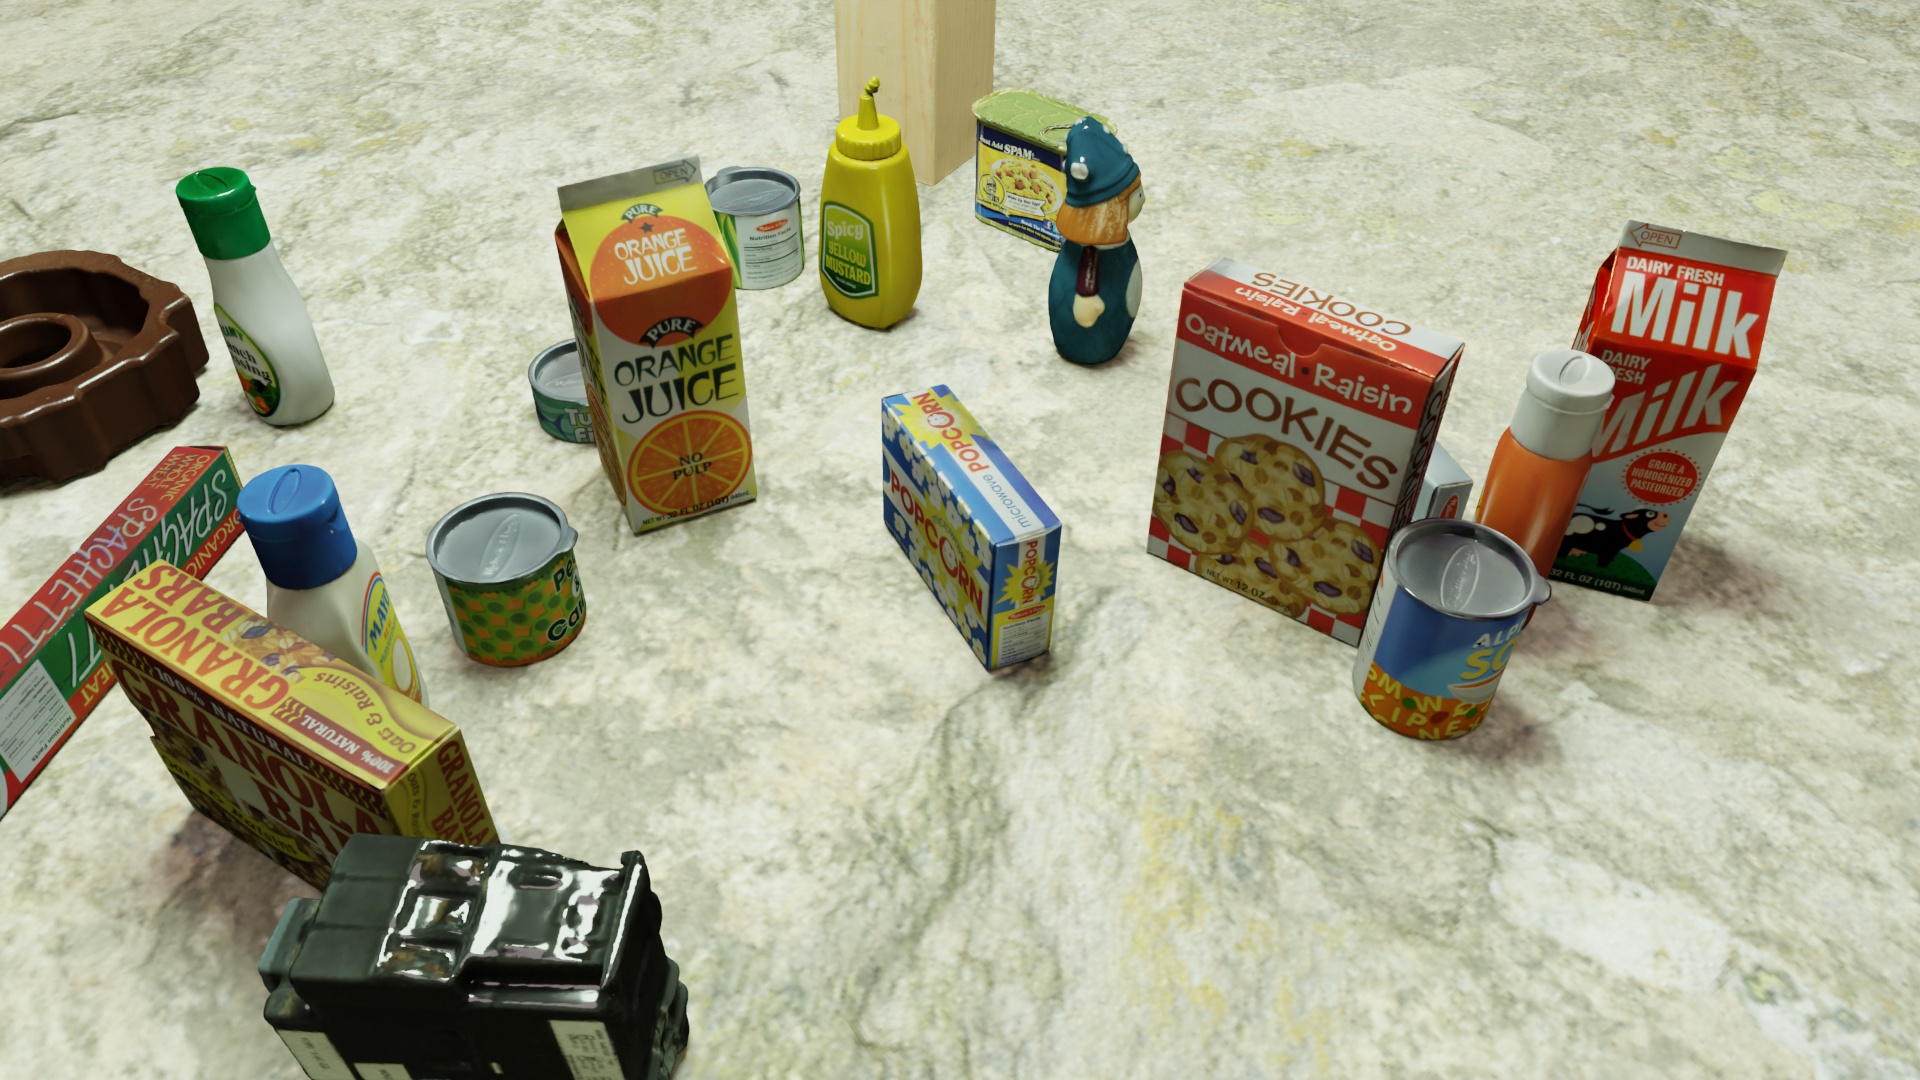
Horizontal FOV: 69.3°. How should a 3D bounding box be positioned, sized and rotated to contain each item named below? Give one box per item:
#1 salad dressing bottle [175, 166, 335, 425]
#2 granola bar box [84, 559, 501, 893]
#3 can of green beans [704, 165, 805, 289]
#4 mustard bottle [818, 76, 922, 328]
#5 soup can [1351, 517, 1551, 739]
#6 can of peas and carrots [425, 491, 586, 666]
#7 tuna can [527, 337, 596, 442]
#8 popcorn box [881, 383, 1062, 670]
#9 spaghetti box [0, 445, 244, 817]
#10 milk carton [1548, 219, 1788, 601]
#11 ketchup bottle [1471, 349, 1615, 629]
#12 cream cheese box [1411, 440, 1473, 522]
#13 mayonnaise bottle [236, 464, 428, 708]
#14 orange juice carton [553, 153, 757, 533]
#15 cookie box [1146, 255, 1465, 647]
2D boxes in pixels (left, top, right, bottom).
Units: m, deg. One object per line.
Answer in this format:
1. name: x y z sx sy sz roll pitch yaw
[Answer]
1. salad dressing bottle: -0.396 -0.135 0.780 0.064 0.146 0.044 30 49 28
2. granola bar box: -0.257 0.091 0.549 0.166 0.123 0.039 22 46 22
3. can of green beans: -0.139 -0.211 0.937 0.071 0.057 0.071 1 42 -1
4. mustard bottle: -0.058 -0.211 0.864 0.065 0.159 0.049 26 47 25
5. soup can: 0.226 0.043 0.645 0.071 0.083 0.072 1 42 -1
6. can of peas and carrots: -0.218 0.019 0.679 0.071 0.058 0.071 1 42 -1
7. tuna can: -0.217 -0.088 0.817 0.071 0.032 0.071 1 42 -1
8. popcorn box: 0.002 -0.009 0.696 0.038 0.084 0.127 -18 45 -20
9. spaghetti box: -0.415 0.048 0.647 0.029 0.049 0.251 7 42 6
10. milk carton: 0.338 -0.068 0.692 0.072 0.189 0.074 15 44 15
11. ketchup bottle: 0.274 -0.021 0.669 0.043 0.148 0.065 25 47 24
12. cream cheese box: 0.238 -0.042 0.763 0.024 0.053 0.104 -11 43 -13
13. mayonnaise bottle: -0.266 0.035 0.593 0.041 0.147 0.065 -3 42 -5
14. orange juice carton: -0.158 -0.104 0.718 0.072 0.191 0.073 -18 45 -20
15. cookie box: 0.160 -0.041 0.674 0.123 0.166 0.040 26 48 25
